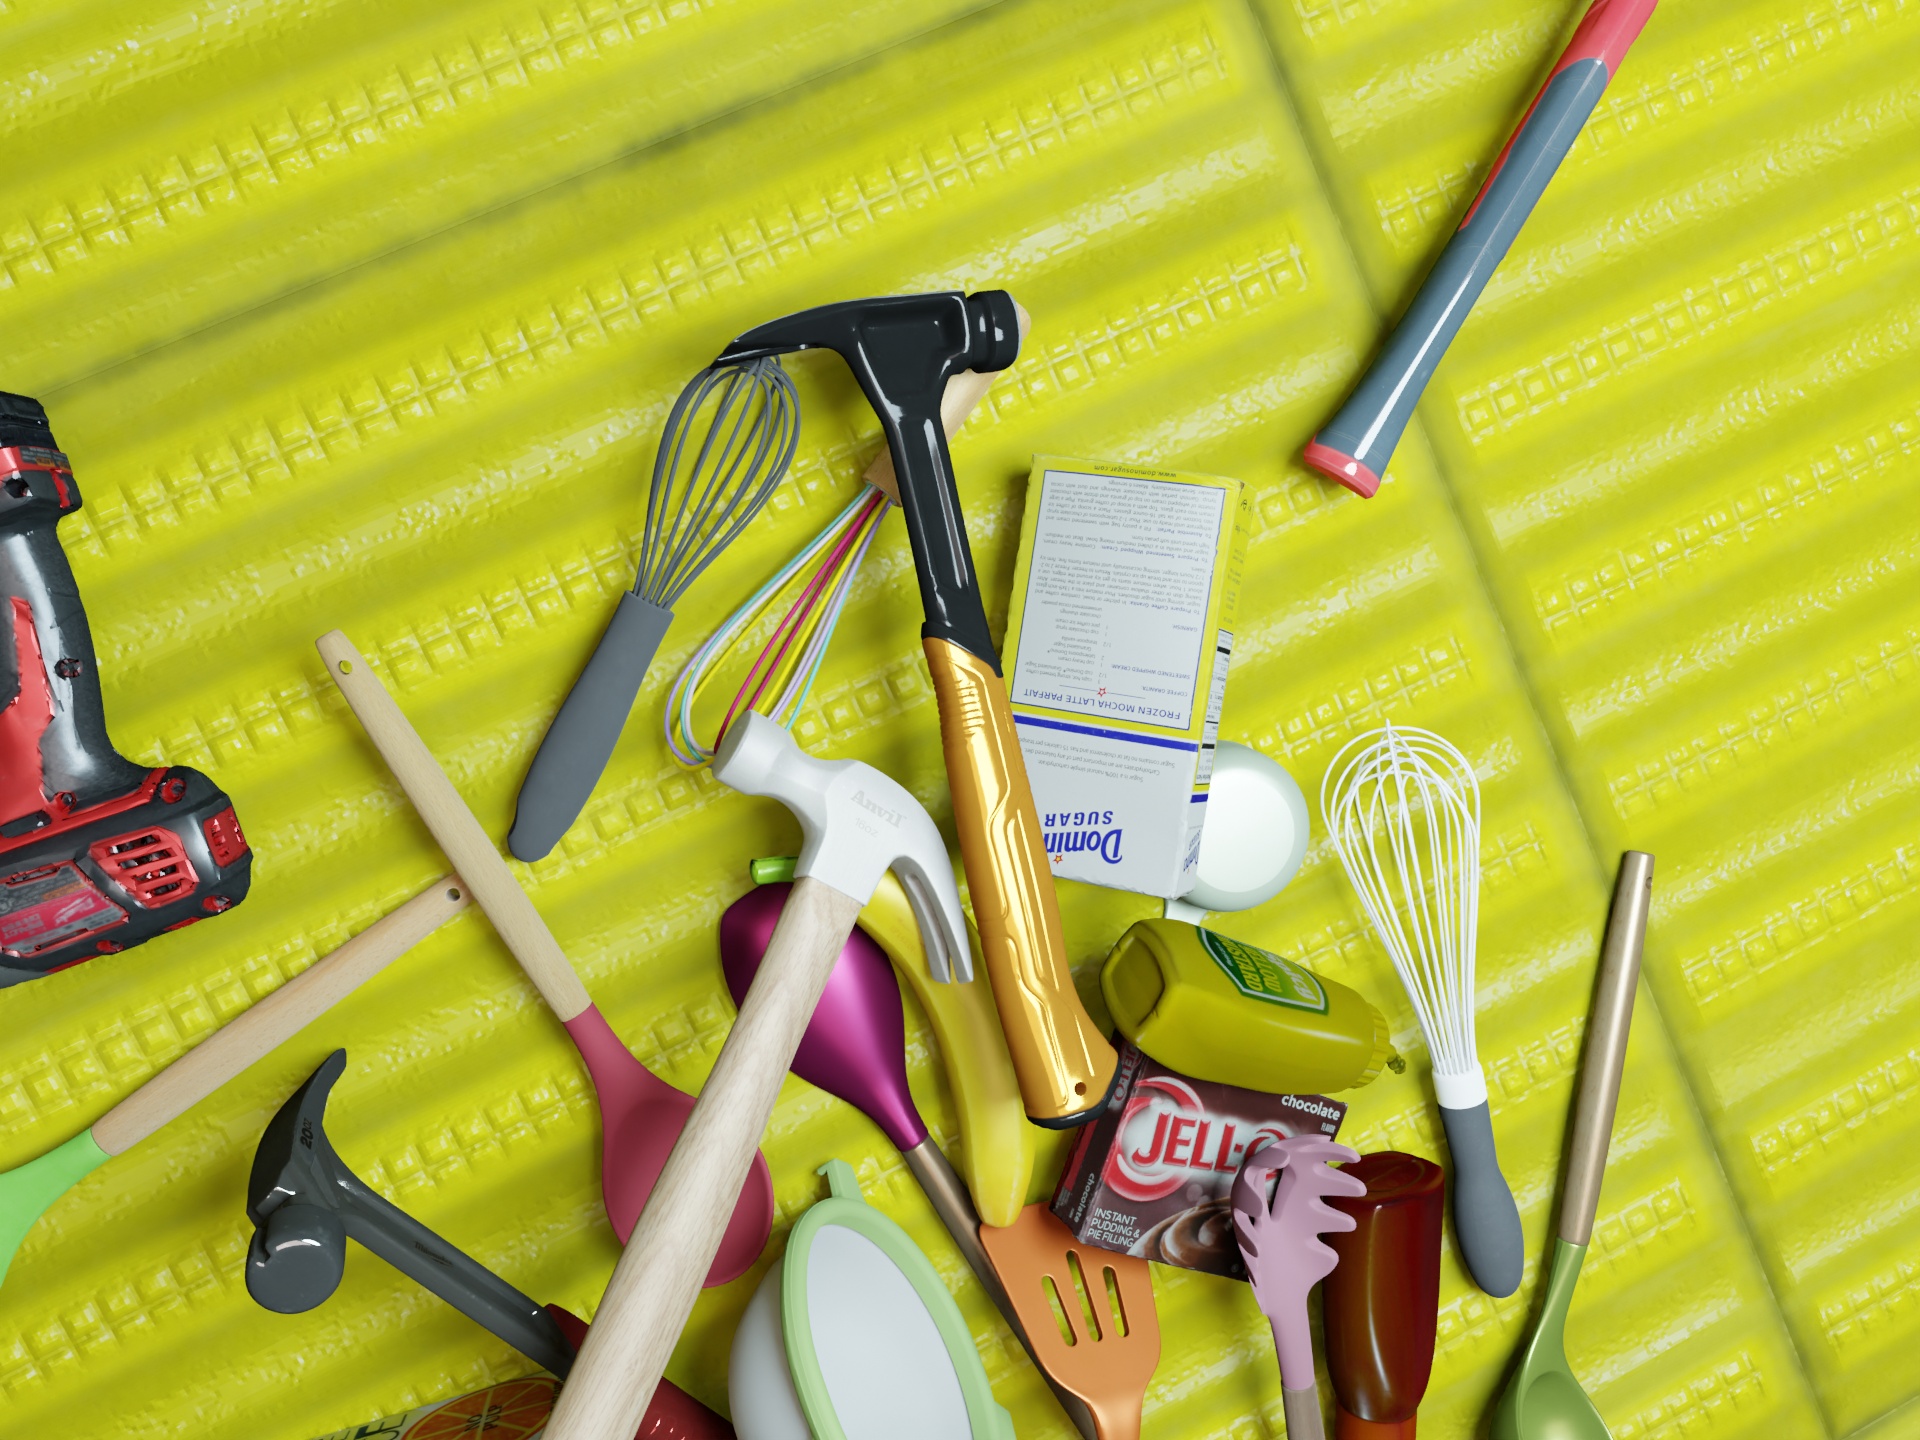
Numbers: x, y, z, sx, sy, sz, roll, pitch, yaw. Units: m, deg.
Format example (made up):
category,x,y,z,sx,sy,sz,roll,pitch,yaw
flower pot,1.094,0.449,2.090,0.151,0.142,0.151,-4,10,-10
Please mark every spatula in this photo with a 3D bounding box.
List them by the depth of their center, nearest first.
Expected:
category,x,y,z,sx,sy,sz,roll,pitch,yaw
spatula,0.068,0.368,0.663,0.081,0.041,0.323,0,75,-25

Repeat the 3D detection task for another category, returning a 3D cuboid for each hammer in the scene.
category,x,y,z,sx,sy,sz,roll,pitch,yaw
hammer,-0.093,0.169,0.599,0.130,0.031,0.331,30,71,-21
hammer,-0.001,-0.002,0.631,0.127,0.034,0.337,-13,90,-26
hammer,-0.136,0.274,0.656,0.037,0.149,0.358,-46,111,-2
hammer,0.265,-0.269,0.674,0.038,0.143,0.386,30,92,-7

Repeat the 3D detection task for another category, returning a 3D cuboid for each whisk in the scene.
category,x,y,z,sx,sy,sz,roll,pitch,yaw
whisk,-0.131,-0.048,0.660,0.055,0.055,0.239,27,93,-10
whisk,-0.043,-0.078,0.673,0.051,0.047,0.245,36,84,-9
whisk,0.222,0.136,0.727,0.070,0.070,0.284,-16,101,-8

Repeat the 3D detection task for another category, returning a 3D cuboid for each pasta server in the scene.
category,x,y,z,sx,sy,sz,roll,pitch,yaw
pasta server,0.158,0.319,0.706,0.060,0.040,0.316,-19,108,-27

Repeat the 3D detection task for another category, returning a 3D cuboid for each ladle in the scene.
category,x,y,z,sx,sy,sz,roll,pitch,yaw
ladle,-0.174,0.100,0.657,0.069,0.031,0.315,-32,102,-11
ladle,0.302,0.221,0.743,0.078,0.062,0.320,12,88,-39

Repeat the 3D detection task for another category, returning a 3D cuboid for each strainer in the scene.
category,x,y,z,sx,sy,sz,roll,pitch,yaw
strainer,-0.058,0.289,0.599,0.069,0.256,0.151,-31,94,15

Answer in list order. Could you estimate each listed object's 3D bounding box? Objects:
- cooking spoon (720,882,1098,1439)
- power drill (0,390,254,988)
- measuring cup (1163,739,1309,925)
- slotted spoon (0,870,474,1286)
category,x,y,z,sx,sy,sz,roll,pitch,yaw
cooking spoon,-0.007,0.208,0.707,0.069,0.017,0.319,-32,97,-7
power drill,-0.379,-0.006,0.604,0.143,0.078,0.219,-20,99,-8
measuring cup,0.104,0.091,0.708,0.083,0.038,0.167,18,89,-10
slotted spoon,-0.327,0.153,0.645,0.314,0.031,0.070,-35,101,-7
